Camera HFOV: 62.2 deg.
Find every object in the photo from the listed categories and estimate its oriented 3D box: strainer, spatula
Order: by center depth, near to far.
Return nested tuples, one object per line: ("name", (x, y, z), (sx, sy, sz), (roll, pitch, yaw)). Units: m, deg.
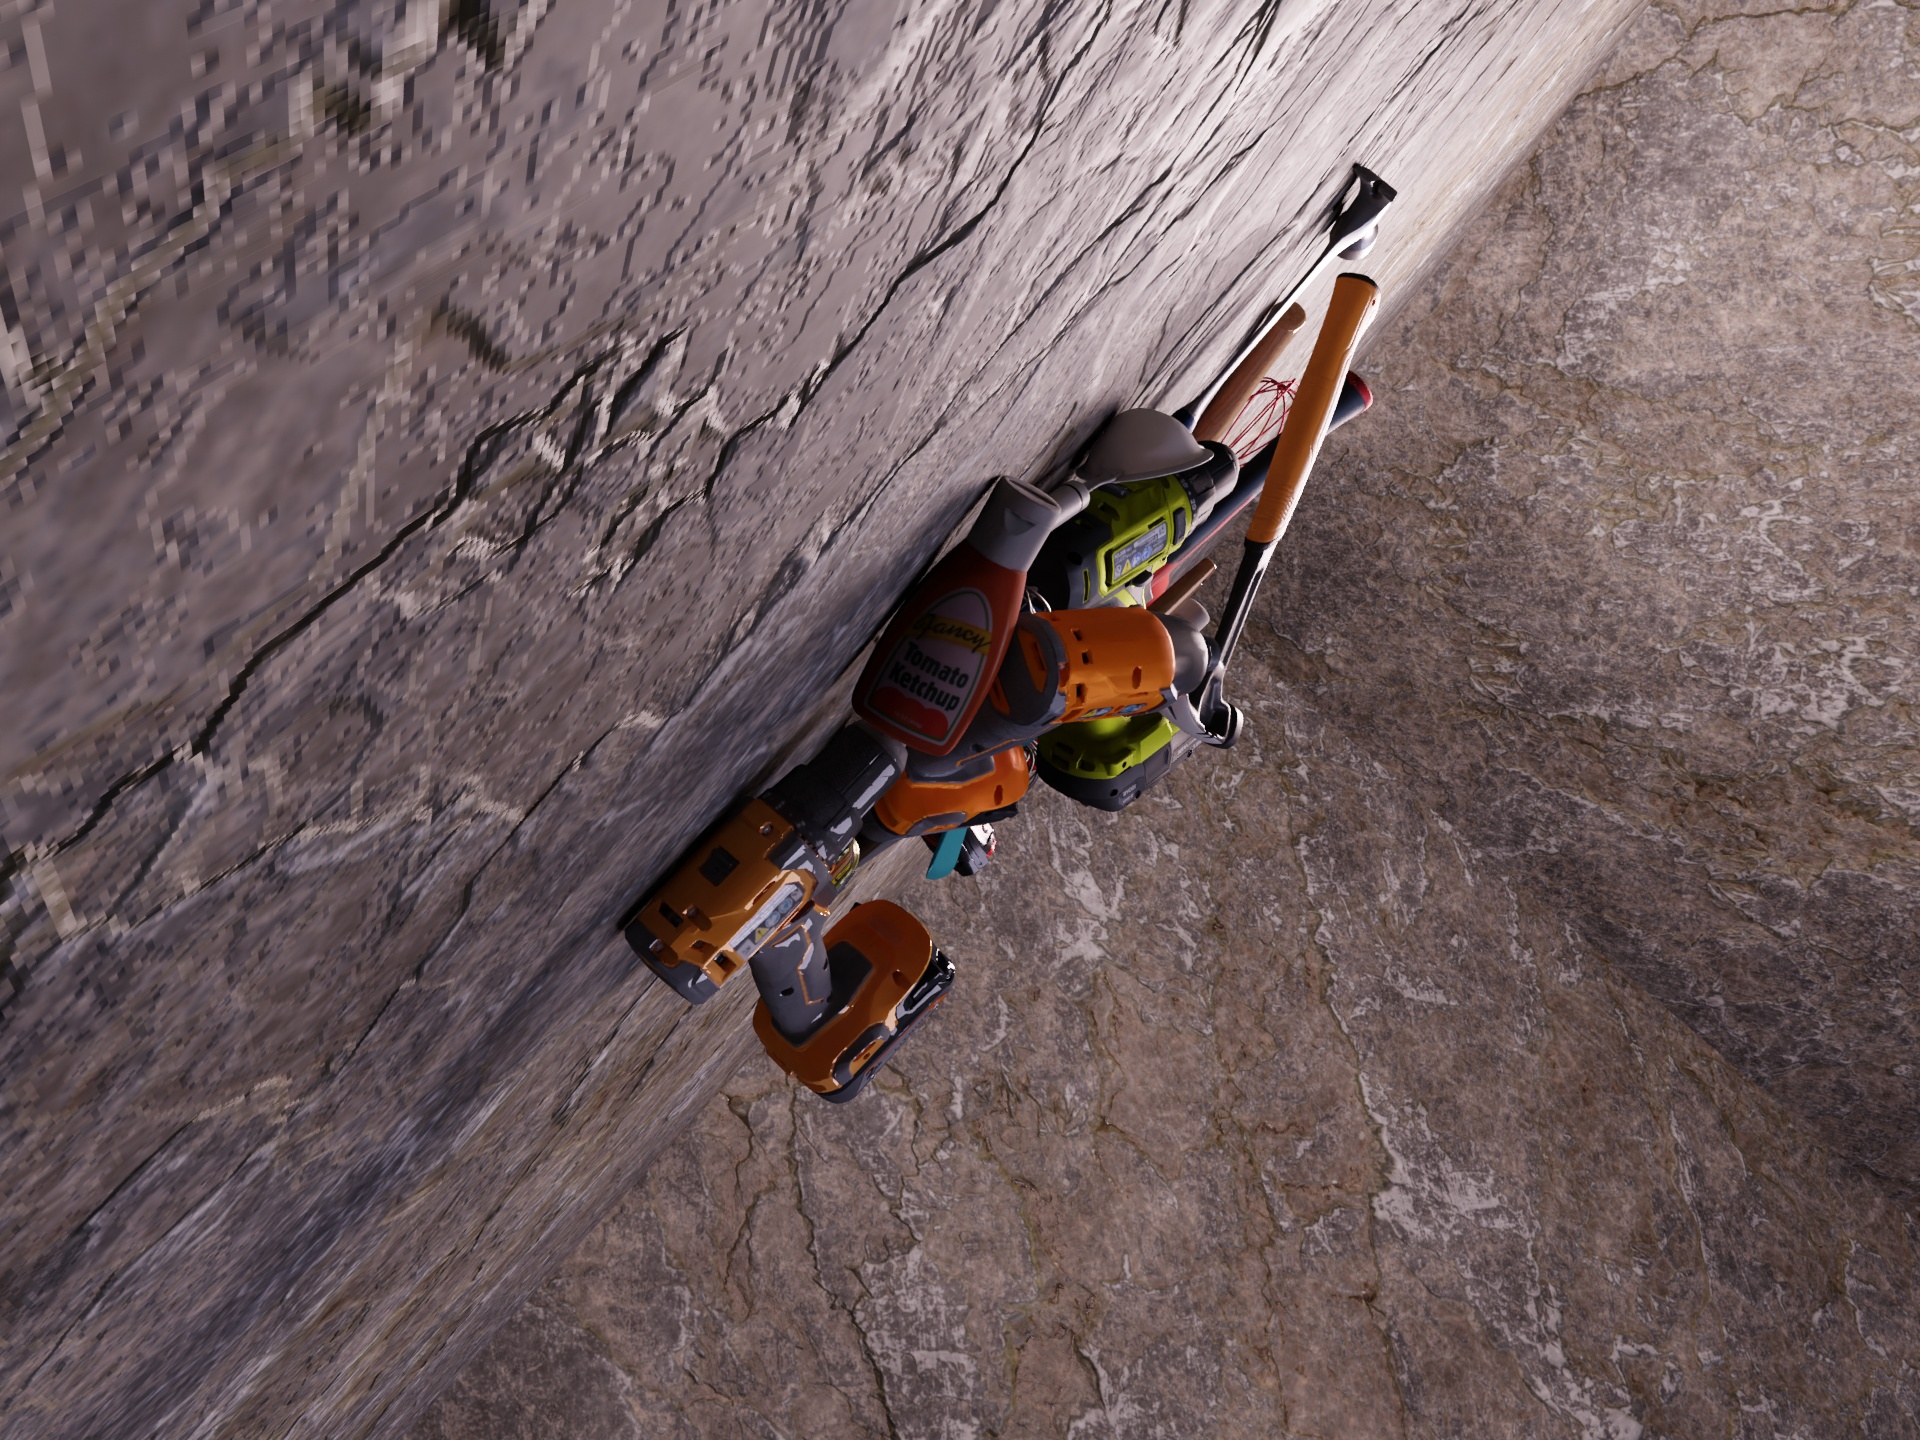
("strainer", (0.072, -0.138, 0.945), (0.087, 0.050, 0.258), (7, -147, 40))
("spatula", (0.081, -0.003, 1.205), (0.317, 0.044, 0.082), (-44, 168, 7))

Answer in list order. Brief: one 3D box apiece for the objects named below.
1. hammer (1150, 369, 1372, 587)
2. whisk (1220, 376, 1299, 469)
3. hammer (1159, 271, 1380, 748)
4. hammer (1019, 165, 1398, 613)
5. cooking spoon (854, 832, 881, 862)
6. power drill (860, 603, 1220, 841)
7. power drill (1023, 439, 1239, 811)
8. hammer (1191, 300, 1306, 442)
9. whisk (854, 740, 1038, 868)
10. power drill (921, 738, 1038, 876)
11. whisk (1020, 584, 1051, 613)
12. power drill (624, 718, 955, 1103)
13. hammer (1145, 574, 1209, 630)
("hammer", (0.156, -0.128, 1.186), (0.386, 0.038, 0.143), (-42, 174, -1))
("whisk", (0.245, -0.247, 1.565), (0.073, 0.073, 0.295), (-46, 180, -33))
("hammer", (0.212, -0.150, 1.081), (0.127, 0.034, 0.337), (28, 82, -60))
("hammer", (0.168, -0.227, 1.133), (0.405, 0.035, 0.144), (-49, 175, 0))
("cooking spoon", (-0.095, 0.114, 1.286), (0.319, 0.017, 0.069), (-40, -170, 17))
("power drill", (0.044, -0.002, 0.965), (0.164, 0.084, 0.226), (-7, 162, -39))
("power drill", (0.120, -0.070, 1.086), (0.190, 0.080, 0.228), (-34, 136, -33))
("hammer", (0.213, -0.248, 1.392), (0.130, 0.031, 0.331), (-45, 174, -32))
("whisk", (-0.036, 0.083, 1.347), (0.239, 0.055, 0.055), (-29, 176, 5))
("power drill", (0.056, 0.047, 1.538), (0.219, 0.078, 0.143), (-37, -157, -11))
("whisk", (-0.001, -0.040, 1.035), (0.246, 0.059, 0.058), (132, -22, -64))
("power drill", (-0.077, 0.112, 0.934), (0.185, 0.084, 0.226), (-47, 145, -13))
("hammer", (0.155, -0.115, 1.347), (0.149, 0.037, 0.358), (-44, 160, -11))
